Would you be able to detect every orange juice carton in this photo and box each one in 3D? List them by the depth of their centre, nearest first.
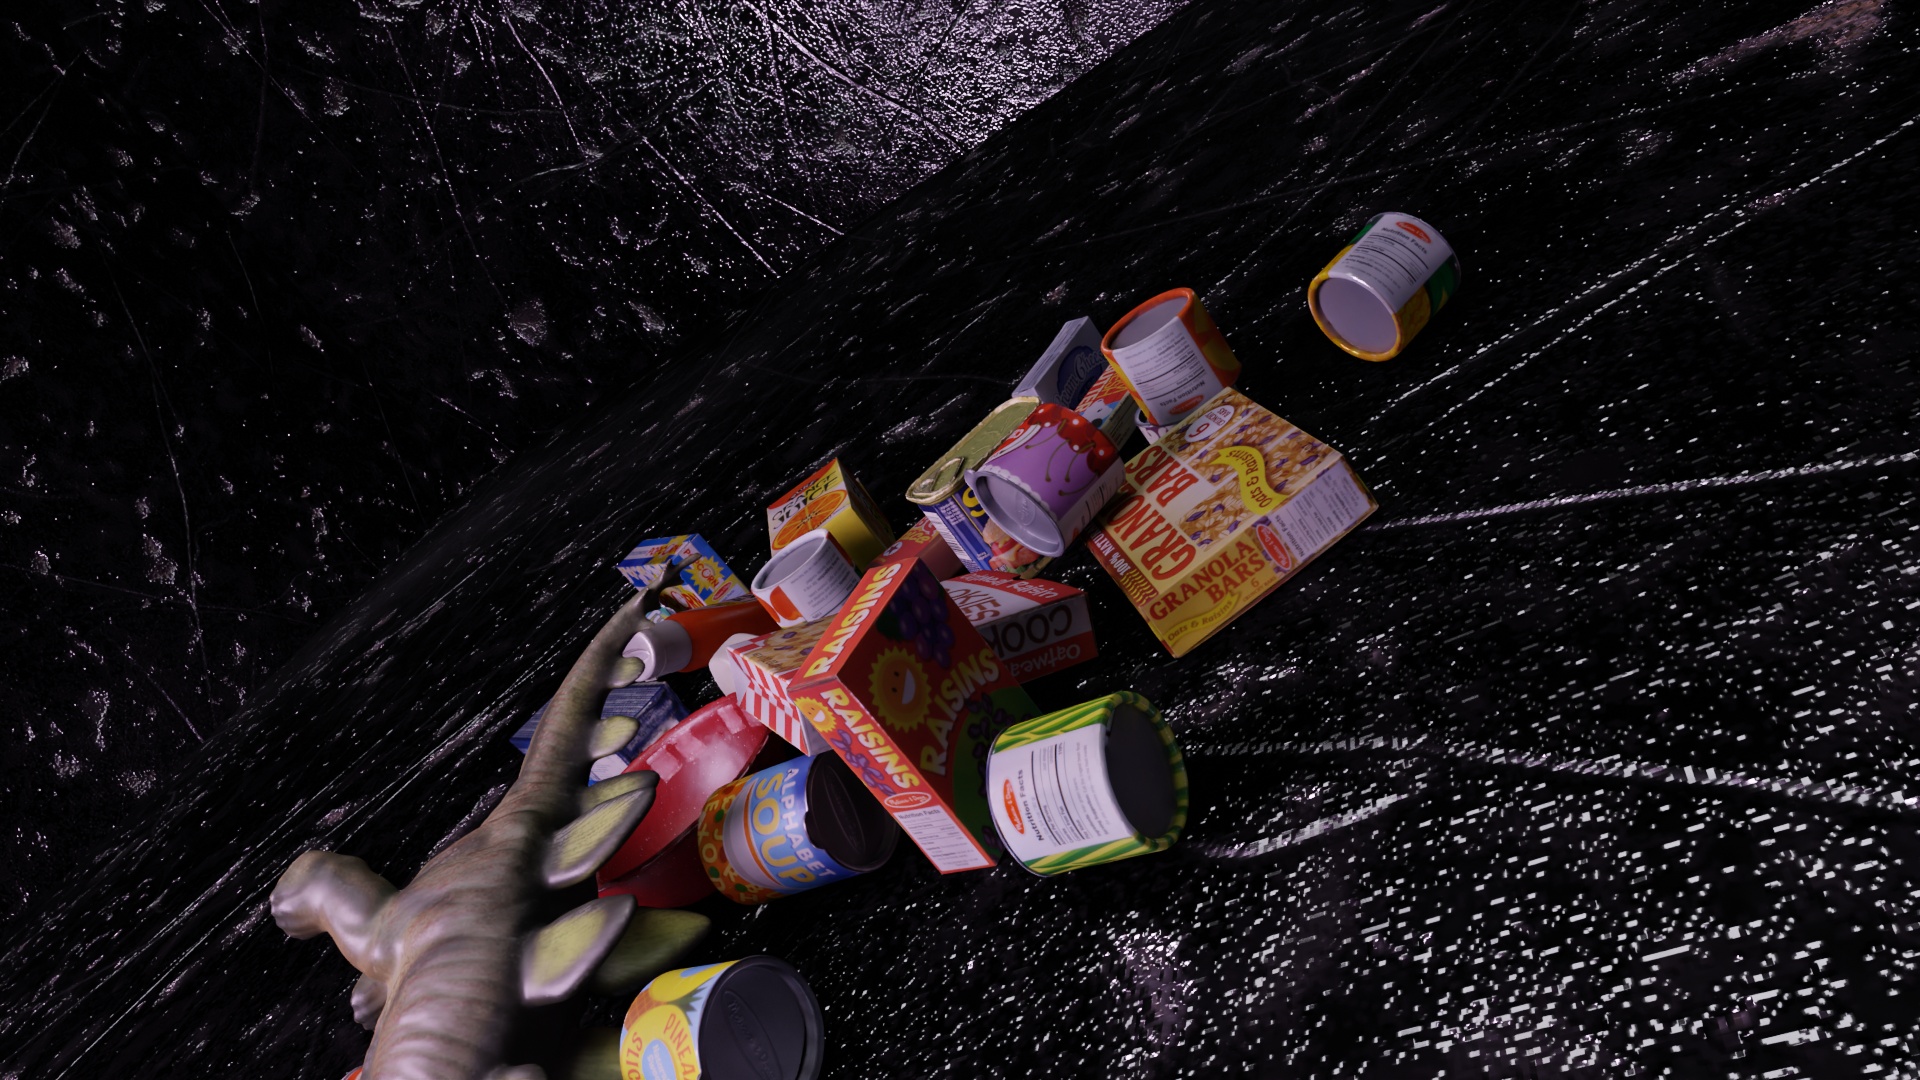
[{"bbox_3d":[-0.099,-0.005,1.072,0.072,0.073,0.193,-37,19,3],"label":"orange juice carton"}]

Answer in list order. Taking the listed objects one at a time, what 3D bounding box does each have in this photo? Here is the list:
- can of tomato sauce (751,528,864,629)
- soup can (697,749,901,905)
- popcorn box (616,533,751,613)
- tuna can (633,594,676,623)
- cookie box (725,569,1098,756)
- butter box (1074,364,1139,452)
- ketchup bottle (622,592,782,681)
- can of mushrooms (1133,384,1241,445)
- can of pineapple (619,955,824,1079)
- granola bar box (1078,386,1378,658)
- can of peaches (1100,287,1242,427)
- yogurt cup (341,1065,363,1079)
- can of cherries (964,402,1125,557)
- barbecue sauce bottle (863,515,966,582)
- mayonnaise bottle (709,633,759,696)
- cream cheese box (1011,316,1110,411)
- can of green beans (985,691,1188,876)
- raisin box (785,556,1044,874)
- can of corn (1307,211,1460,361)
[{"bbox_3d":[-0.091,0.044,0.930,0.071,0.083,0.071,-32,20,13],"label":"can of tomato sauce"},{"bbox_3d":[-0.085,0.146,0.708,0.083,0.071,0.072,-25,22,33],"label":"soup can"},{"bbox_3d":[-0.233,0.039,1.186,0.038,0.085,0.126,-48,22,-26],"label":"popcorn box"},{"bbox_3d":[-0.259,0.079,1.167,0.071,0.071,0.033,-11,33,52],"label":"tuna can"},{"bbox_3d":[-0.028,0.059,0.751,0.168,0.040,0.123,-16,11,-23],"label":"cookie box"},{"bbox_3d":[0.109,-0.095,0.991,0.053,0.024,0.104,-15,30,47],"label":"butter box"},{"bbox_3d":[-0.182,0.068,1.000,0.064,0.043,0.149,-14,1,31],"label":"ketchup bottle"},{"bbox_3d":[0.147,-0.081,0.878,0.071,0.033,0.071,-32,19,13],"label":"can of mushrooms"},{"bbox_3d":[-0.102,0.213,0.586,0.057,0.071,0.071,-23,24,39],"label":"can of pineapple"},{"bbox_3d":[0.132,-0.015,0.745,0.124,0.039,0.166,-37,19,4],"label":"granola bar box"},{"bbox_3d":[0.127,-0.113,0.844,0.071,0.058,0.071,-32,22,14],"label":"can of peaches"},{"bbox_3d":[-0.281,0.296,0.715,0.054,0.072,0.073,-25,21,12],"label":"yogurt cup"},{"bbox_3d":[0.047,-0.036,0.772,0.058,0.071,0.071,-48,21,-18],"label":"can of cherries"},{"bbox_3d":[0.003,-0.012,0.955,0.149,0.043,0.065,-42,19,-15],"label":"barbecue sauce bottle"},{"bbox_3d":[-0.101,0.090,0.880,0.148,0.064,0.041,-3,41,52],"label":"mayonnaise bottle"},{"bbox_3d":[0.081,-0.121,1.054,0.024,0.053,0.104,-16,28,43],"label":"cream cheese box"},{"bbox_3d":[0.053,0.101,0.576,0.057,0.071,0.071,-23,24,35],"label":"can of green beans"},{"bbox_3d":[-0.014,0.081,0.651,0.040,0.123,0.086,-18,27,42],"label":"raisin box"},{"bbox_3d":[0.246,-0.145,0.811,0.058,0.071,0.071,-45,20,-18],"label":"can of corn"}]
